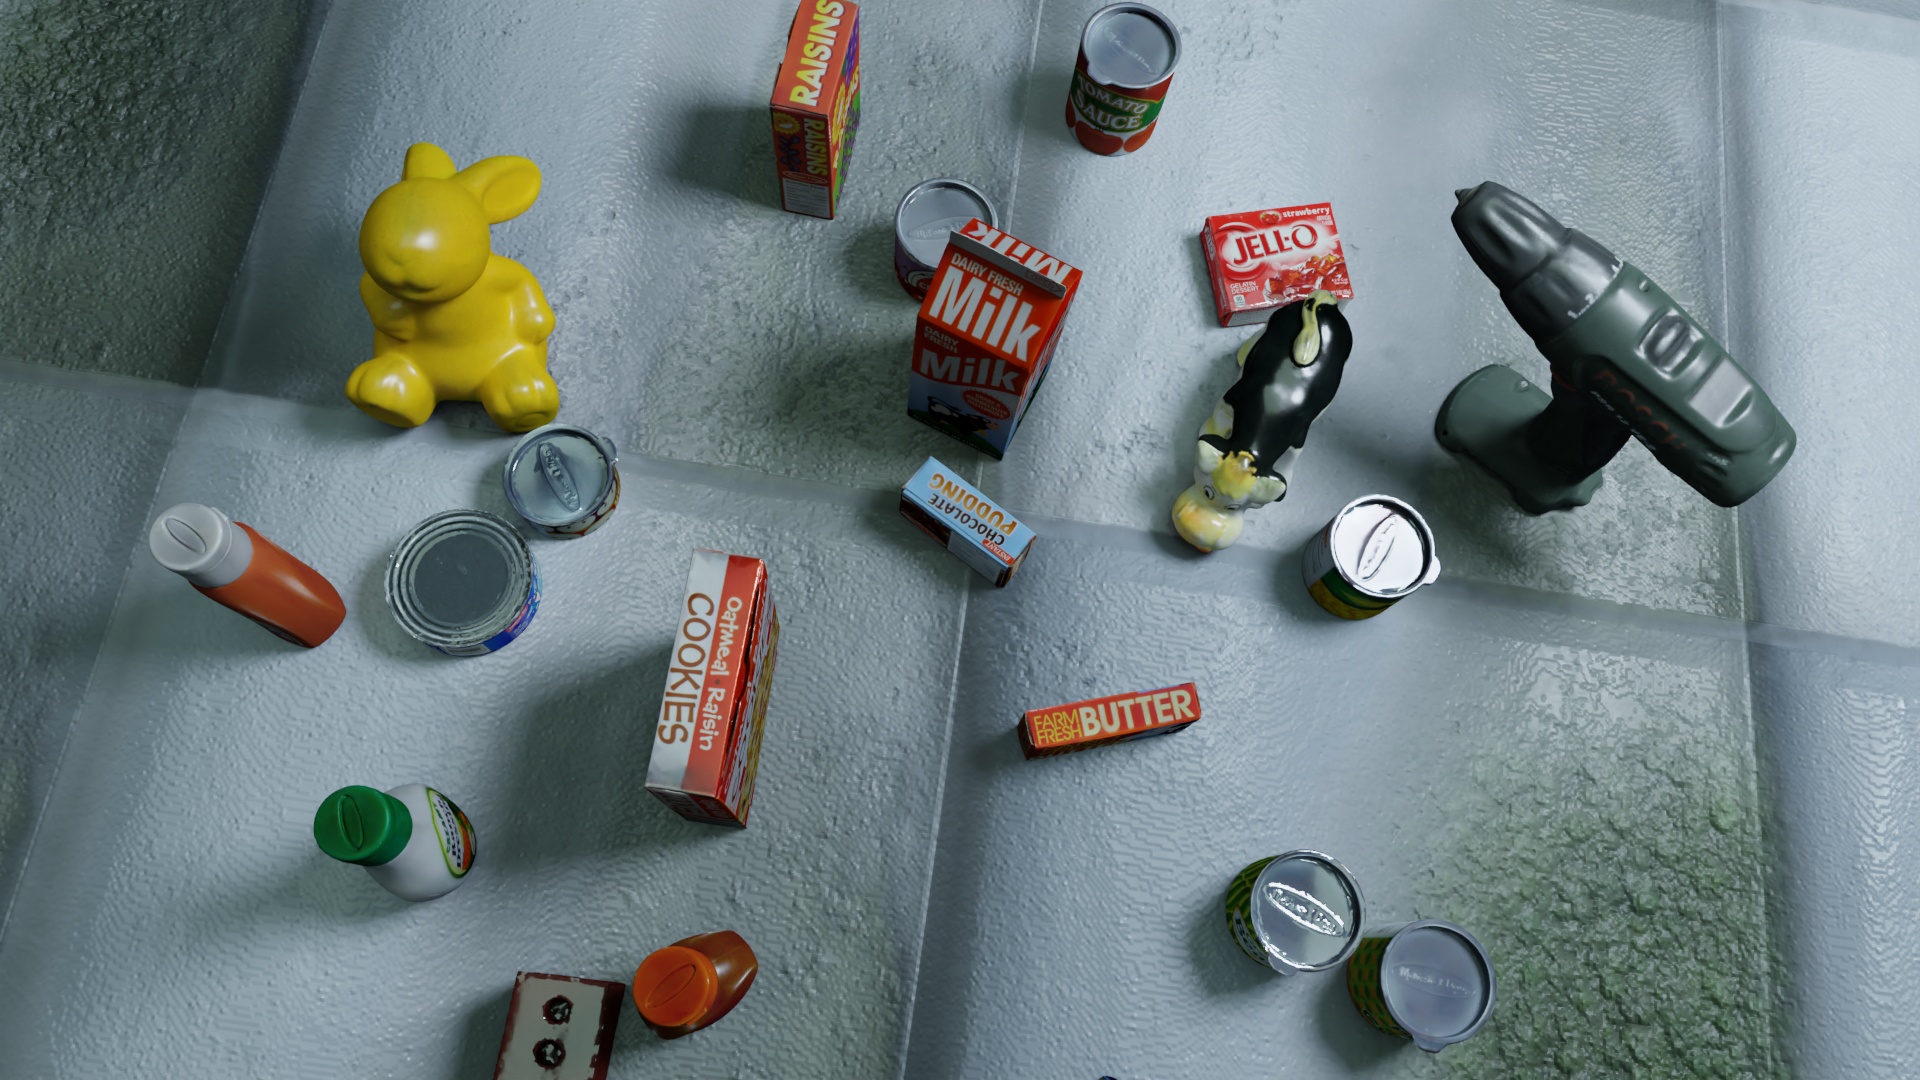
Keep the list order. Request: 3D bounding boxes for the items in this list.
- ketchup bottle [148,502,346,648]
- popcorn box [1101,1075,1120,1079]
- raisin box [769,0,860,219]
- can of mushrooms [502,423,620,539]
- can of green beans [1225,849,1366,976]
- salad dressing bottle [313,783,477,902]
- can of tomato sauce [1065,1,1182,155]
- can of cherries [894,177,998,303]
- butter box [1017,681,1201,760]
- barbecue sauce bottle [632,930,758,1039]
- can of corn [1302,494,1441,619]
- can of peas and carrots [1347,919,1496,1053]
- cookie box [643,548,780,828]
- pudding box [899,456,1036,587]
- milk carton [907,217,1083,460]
[{"bbox_3d":[-0.395,0.018,0.769,0.065,0.148,0.043,35,74,7],"label":"ketchup bottle"},{"bbox_3d":[0.136,0.329,0.744,0.127,0.085,0.038,20,73,2],"label":"popcorn box"},{"bbox_3d":[-0.092,-0.278,0.897,0.040,0.123,0.086,13,73,0],"label":"raisin box"},{"bbox_3d":[-0.243,-0.037,0.858,0.071,0.033,0.071,1,73,-4],"label":"can of mushrooms"},{"bbox_3d":[0.191,0.213,0.799,0.071,0.057,0.071,1,73,-4],"label":"can of green beans"},{"bbox_3d":[-0.297,0.157,0.734,0.044,0.147,0.064,-19,75,-9],"label":"salad dressing bottle"},{"bbox_3d":[0.108,-0.310,0.943,0.071,0.083,0.071,1,73,-4],"label":"can of tomato sauce"},{"bbox_3d":[-0.011,-0.192,0.910,0.071,0.058,0.071,1,73,-4],"label":"can of cherries"},{"bbox_3d":[0.087,0.108,0.827,0.103,0.053,0.024,-9,74,-7],"label":"butter box"},{"bbox_3d":[-0.140,0.231,0.722,0.065,0.148,0.044,-38,79,-14],"label":"barbecue sauce bottle"},{"bbox_3d":[0.255,0.013,0.866,0.071,0.058,0.071,1,73,-4],"label":"can of corn"},{"bbox_3d":[0.261,0.253,0.791,0.071,0.058,0.071,1,73,-4],"label":"can of peas and carrots"},{"bbox_3d":[-0.129,0.087,0.758,0.040,0.167,0.123,8,73,-2],"label":"cookie box"},{"bbox_3d":[0.003,-0.011,0.859,0.084,0.049,0.030,37,74,7],"label":"pudding box"},{"bbox_3d":[0.018,-0.122,0.822,0.072,0.190,0.073,26,73,4],"label":"milk carton"}]
